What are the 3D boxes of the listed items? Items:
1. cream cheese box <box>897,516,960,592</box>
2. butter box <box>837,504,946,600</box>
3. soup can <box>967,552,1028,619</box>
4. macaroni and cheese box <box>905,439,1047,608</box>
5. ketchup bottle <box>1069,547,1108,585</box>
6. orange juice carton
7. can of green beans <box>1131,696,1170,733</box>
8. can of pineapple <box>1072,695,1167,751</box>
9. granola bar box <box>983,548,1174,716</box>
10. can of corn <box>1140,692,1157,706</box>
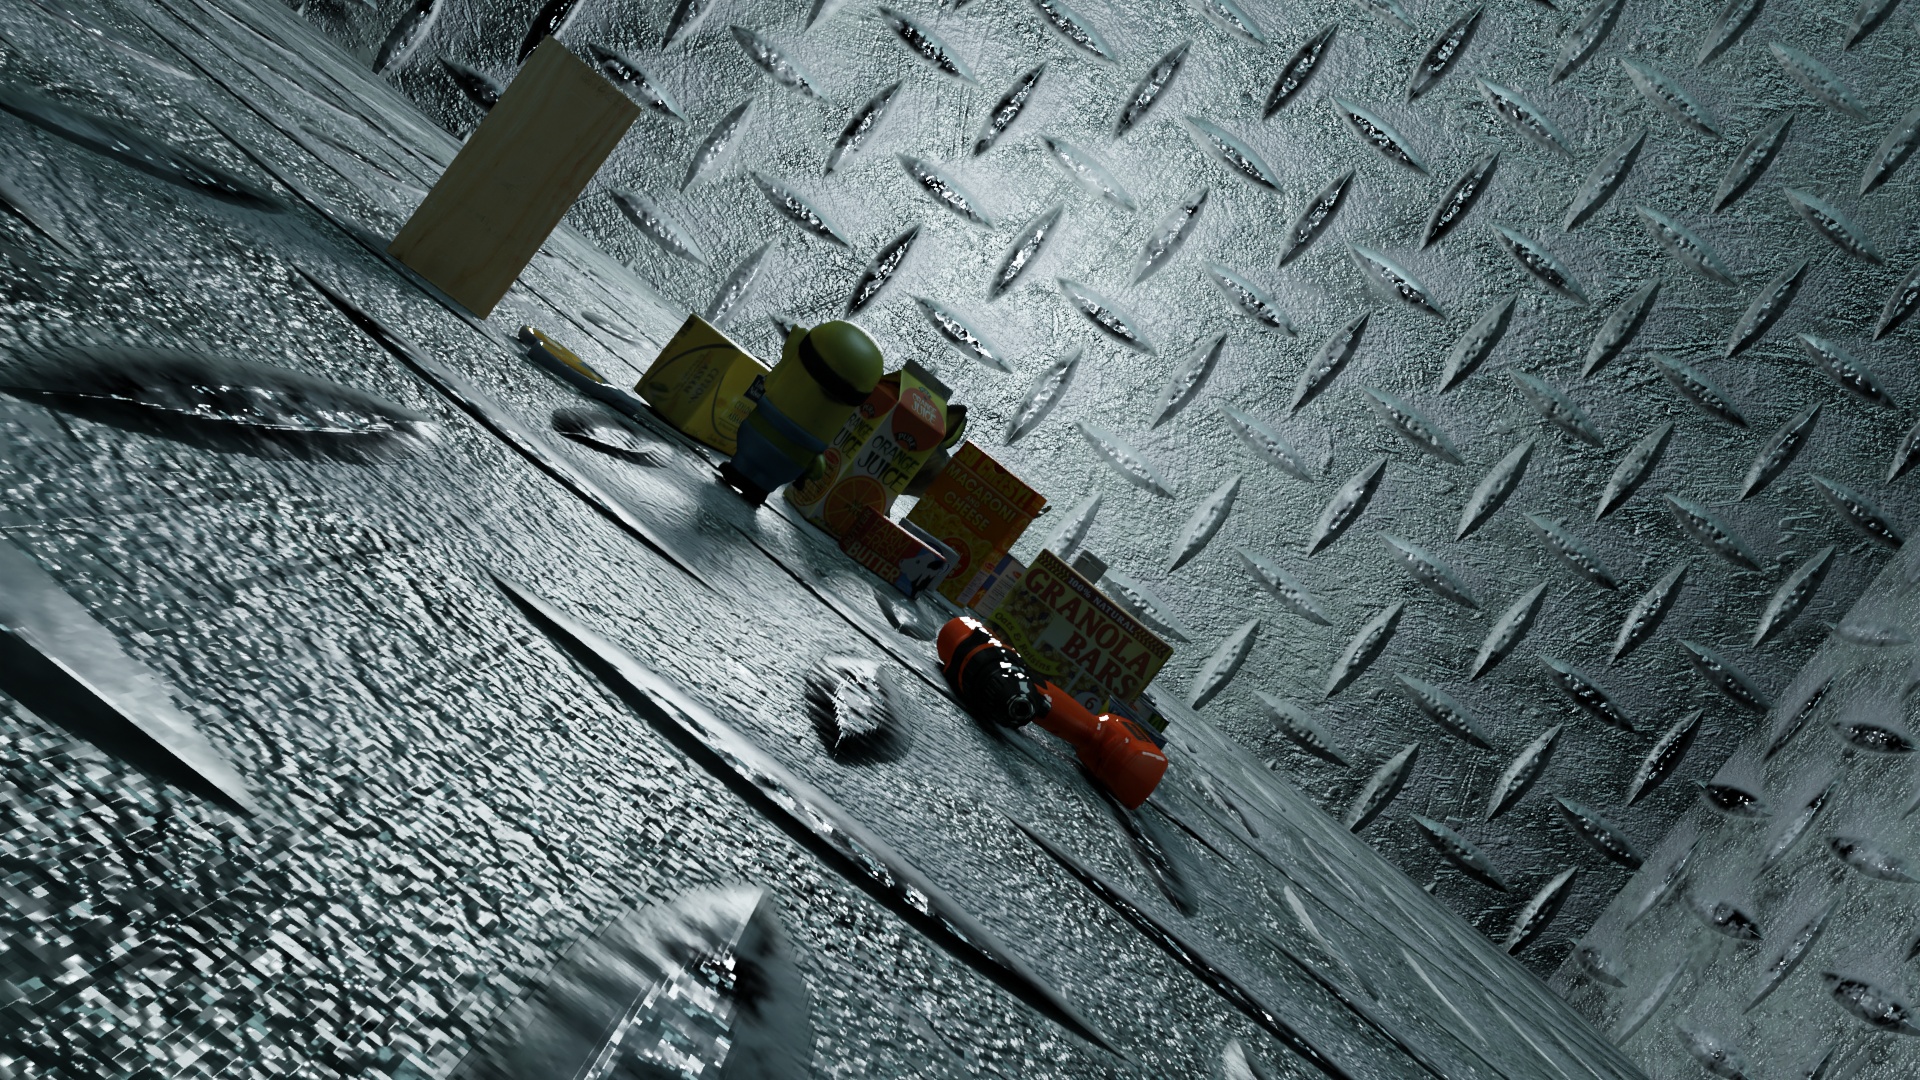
[{"bbox_3d":[-0.047,0.017,1.559,0.024,0.053,0.103,40,3,37],"label":"cream cheese box"},{"bbox_3d":[-0.067,0.013,1.384,0.103,0.053,0.024,36,3,-32],"label":"butter box"},{"bbox_3d":[0.034,0.047,1.775,0.071,0.083,0.071,38,2,-2],"label":"soup can"},{"bbox_3d":[0.006,-0.021,1.680,0.124,0.166,0.040,39,2,26],"label":"macaroni and cheese box"},{"bbox_3d":[0.109,0.077,1.581,0.065,0.148,0.043,39,3,31],"label":"ketchup bottle"},{"bbox_3d":[-0.087,-0.093,1.414,0.071,0.192,0.073,36,3,-38],"label":"orange juice carton"},{"bbox_3d":[0.181,0.196,1.489,0.071,0.058,0.071,38,3,-2],"label":"can of green beans"},{"bbox_3d":[0.143,0.182,1.245,0.071,0.058,0.071,38,3,-2],"label":"can of pineapple"},{"bbox_3d":[0.112,0.106,1.396,0.166,0.124,0.039,39,2,16],"label":"granola bar box"},{"bbox_3d":[0.180,0.189,1.591,0.071,0.058,0.071,38,3,-2],"label":"can of corn"}]
